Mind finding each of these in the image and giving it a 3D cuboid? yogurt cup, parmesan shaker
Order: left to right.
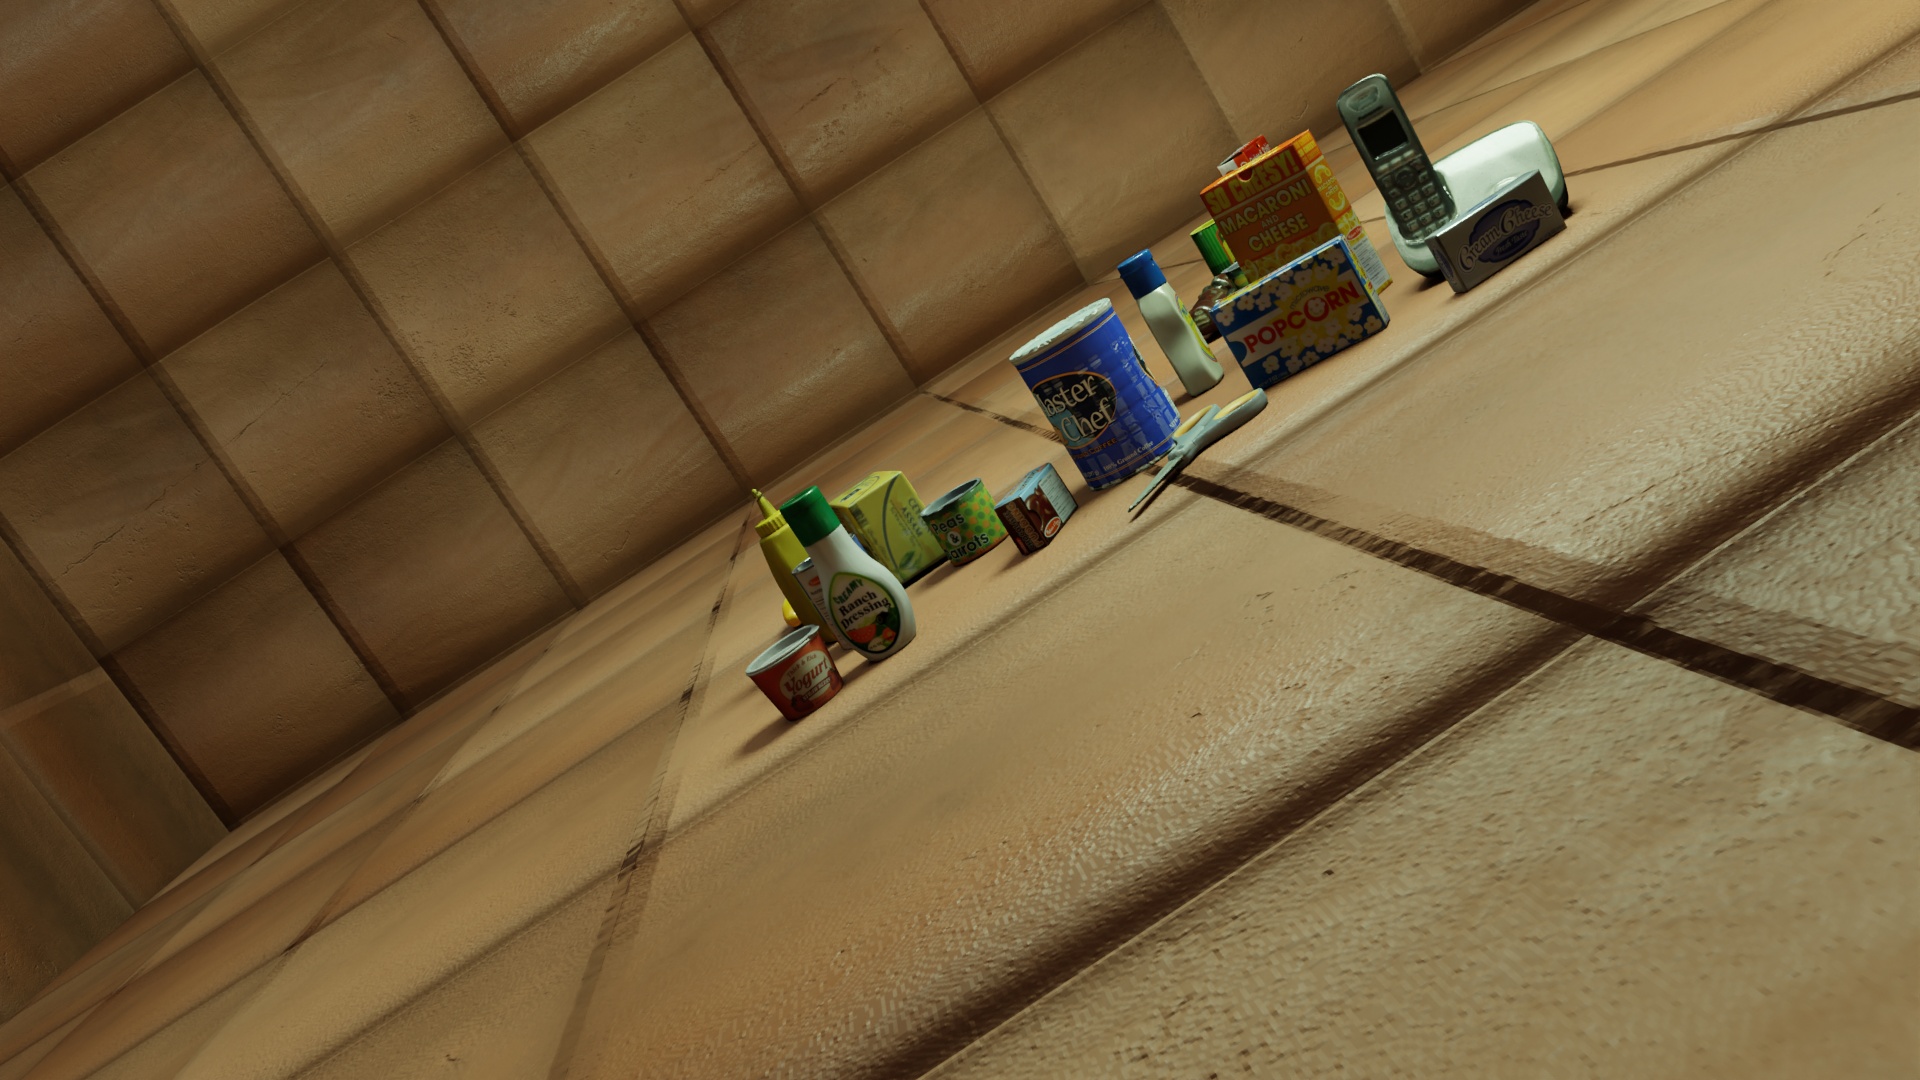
[{"bbox_3d":[-0.131,0.108,1.117,0.072,0.054,0.072,-31,10,6],"label":"yogurt cup"},{"bbox_3d":[0.356,-0.374,1.816,0.071,0.103,0.071,-31,10,6],"label":"parmesan shaker"}]

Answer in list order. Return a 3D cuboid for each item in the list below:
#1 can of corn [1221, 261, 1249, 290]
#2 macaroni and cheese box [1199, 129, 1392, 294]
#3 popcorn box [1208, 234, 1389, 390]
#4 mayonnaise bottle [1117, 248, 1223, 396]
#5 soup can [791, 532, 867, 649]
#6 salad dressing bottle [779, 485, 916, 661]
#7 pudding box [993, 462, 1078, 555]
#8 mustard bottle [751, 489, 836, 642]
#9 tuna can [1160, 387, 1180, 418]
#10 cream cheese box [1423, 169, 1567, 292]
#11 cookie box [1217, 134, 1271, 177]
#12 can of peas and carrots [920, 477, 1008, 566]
[{"bbox_3d":[0.352,-0.308,1.638,0.071,0.058,0.071,-31,10,6],"label":"can of corn"},{"bbox_3d":[0.324,-0.295,1.348,0.040,0.166,0.123,-39,12,-36],"label":"macaroni and cheese box"},{"bbox_3d":[0.293,-0.196,1.200,0.126,0.085,0.038,-27,11,28],"label":"popcorn box"},{"bbox_3d":[0.208,-0.217,1.378,0.041,0.148,0.065,-29,10,21],"label":"mayonnaise bottle"},{"bbox_3d":[-0.100,0.044,1.244,0.071,0.083,0.071,-31,10,6],"label":"soup can"},{"bbox_3d":[-0.093,0.026,1.124,0.064,0.147,0.044,-30,10,14],"label":"salad dressing bottle"},{"bbox_3d":[0.065,-0.028,1.189,0.030,0.049,0.084,-26,11,32],"label":"pudding box"},{"bbox_3d":[-0.148,0.018,1.299,0.065,0.160,0.048,-37,11,-27],"label":"mustard bottle"},{"bbox_3d":[0.172,-0.114,1.327,0.071,0.033,0.071,-31,10,6],"label":"tuna can"},{"bbox_3d":[0.433,-0.250,1.123,0.104,0.053,0.024,-33,10,-3],"label":"cream cheese box"},{"bbox_3d":[0.385,-0.408,1.704,0.040,0.167,0.123,-27,11,31],"label":"cookie box"},{"bbox_3d":[0.005,-0.016,1.289,0.071,0.058,0.071,-31,10,6],"label":"can of peas and carrots"}]
